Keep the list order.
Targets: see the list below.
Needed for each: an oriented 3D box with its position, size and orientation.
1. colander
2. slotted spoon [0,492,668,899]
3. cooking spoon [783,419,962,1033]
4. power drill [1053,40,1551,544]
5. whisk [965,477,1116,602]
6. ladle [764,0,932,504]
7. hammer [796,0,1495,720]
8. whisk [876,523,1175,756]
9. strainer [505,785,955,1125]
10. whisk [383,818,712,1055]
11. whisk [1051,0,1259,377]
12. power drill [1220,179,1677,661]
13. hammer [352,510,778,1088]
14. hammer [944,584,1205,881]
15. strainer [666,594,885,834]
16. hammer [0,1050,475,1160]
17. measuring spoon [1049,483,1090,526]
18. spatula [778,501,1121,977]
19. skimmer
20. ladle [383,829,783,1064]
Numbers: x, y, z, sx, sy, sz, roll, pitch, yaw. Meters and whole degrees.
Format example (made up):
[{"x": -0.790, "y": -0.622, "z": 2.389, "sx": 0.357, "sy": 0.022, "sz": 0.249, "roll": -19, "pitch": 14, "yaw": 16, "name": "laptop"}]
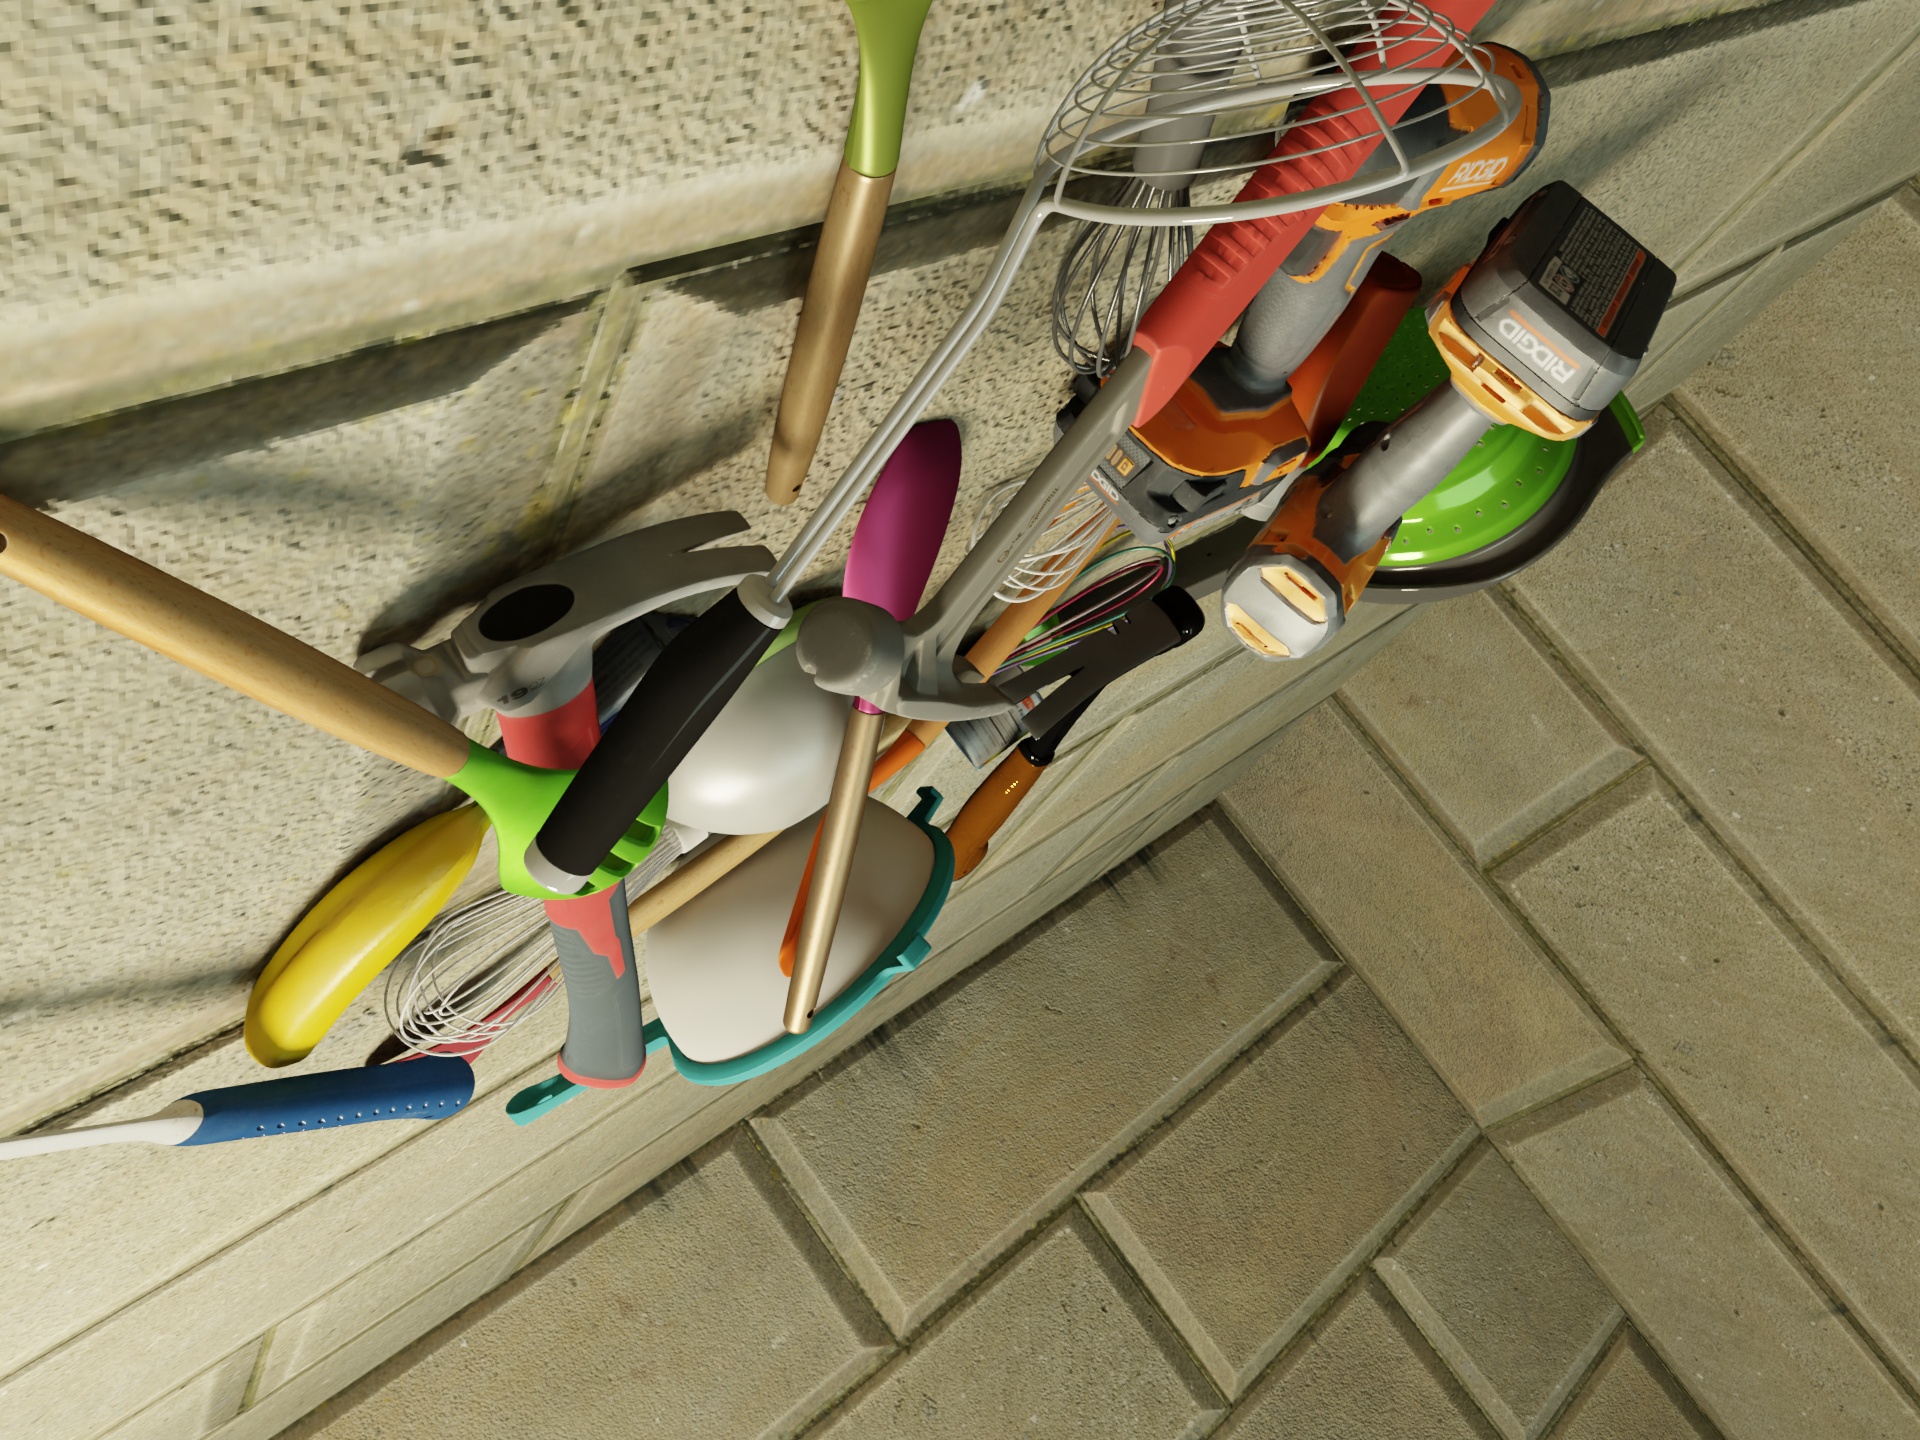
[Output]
[{"x": 0.196, "y": -0.143, "z": 0.959, "sx": 0.397, "sy": 0.205, "sz": 0.094, "roll": -24, "pitch": 136, "yaw": 12, "name": "colander"}, {"x": -0.166, "y": 0.004, "z": 0.465, "sx": 0.070, "sy": 0.031, "sz": 0.313, "roll": -42, "pitch": 154, "yaw": 0, "name": "slotted spoon"}, {"x": -0.046, "y": 0.016, "z": 0.723, "sx": 0.069, "sy": 0.017, "sz": 0.318, "roll": -24, "pitch": 136, "yaw": -51, "name": "cooking spoon"}, {"x": 0.134, "y": -0.181, "z": 0.672, "sx": 0.164, "sy": 0.084, "sz": 0.226, "roll": -25, "pitch": 159, "yaw": -46, "name": "power drill"}, {"x": 0.091, "y": -0.129, "z": 0.839, "sx": 0.246, "sy": 0.059, "sz": 0.058, "roll": -34, "pitch": -155, "yaw": -36, "name": "whisk"}, {"x": -0.022, "y": -0.133, "z": 0.450, "sx": 0.078, "sy": 0.062, "sz": 0.320, "roll": -40, "pitch": 173, "yaw": -24, "name": "ladle"}, {"x": 0.087, "y": -0.143, "z": 0.542, "sx": 0.359, "sy": 0.037, "sz": 0.149, "roll": -51, "pitch": 162, "yaw": 13, "name": "hammer"}, {"x": 0.026, "y": -0.036, "z": 0.931, "sx": 0.245, "sy": 0.051, "sz": 0.047, "roll": -33, "pitch": 151, "yaw": -6, "name": "whisk"}, {"x": -0.165, "y": 0.138, "z": 0.960, "sx": 0.340, "sy": 0.095, "sz": 0.211, "roll": -31, "pitch": -160, "yaw": 15, "name": "strainer"}, {"x": -0.170, "y": 0.073, "z": 0.826, "sx": 0.284, "sy": 0.070, "sz": 0.070, "roll": -37, "pitch": 170, "yaw": -28, "name": "whisk"}, {"x": 0.069, "y": -0.190, "z": 0.533, "sx": 0.055, "sy": 0.055, "sz": 0.238, "roll": -33, "pitch": 163, "yaw": -19, "name": "whisk"}, {"x": 0.227, "y": -0.143, "z": 0.760, "sx": 0.185, "sy": 0.084, "sz": 0.226, "roll": -49, "pitch": 179, "yaw": -43, "name": "power drill"}, {"x": -0.147, "y": 0.064, "z": 0.679, "sx": 0.143, "sy": 0.038, "sz": 0.386, "roll": -28, "pitch": 154, "yaw": -23, "name": "hammer"}, {"x": 0.033, "y": 0.033, "z": 0.969, "sx": 0.127, "sy": 0.034, "sz": 0.336, "roll": -31, "pitch": 168, "yaw": -28, "name": "hammer"}, {"x": -0.061, "y": 0.001, "z": 0.808, "sx": 0.151, "sy": 0.069, "sz": 0.256, "roll": -45, "pitch": 168, "yaw": 31, "name": "strainer"}, {"x": -0.313, "y": 0.159, "z": 0.629, "sx": 0.144, "sy": 0.035, "sz": 0.405, "roll": -24, "pitch": 167, "yaw": 10, "name": "hammer"}, {"x": 0.036, "y": -0.094, "z": 0.875, "sx": 0.117, "sy": 0.011, "sz": 0.021, "roll": -42, "pitch": 168, "yaw": 19, "name": "measuring spoon"}, {"x": -0.001, "y": -0.003, "z": 0.841, "sx": 0.322, "sy": 0.041, "sz": 0.081, "roll": -49, "pitch": 170, "yaw": -11, "name": "spatula"}, {"x": 0.001, "y": -0.065, "z": 0.471, "sx": 0.363, "sy": 0.090, "sz": 0.127, "roll": -49, "pitch": -155, "yaw": 19, "name": "skimmer"}, {"x": -0.209, "y": 0.128, "z": 0.899, "sx": 0.315, "sy": 0.031, "sz": 0.069, "roll": -35, "pitch": 172, "yaw": 10, "name": "ladle"}]
